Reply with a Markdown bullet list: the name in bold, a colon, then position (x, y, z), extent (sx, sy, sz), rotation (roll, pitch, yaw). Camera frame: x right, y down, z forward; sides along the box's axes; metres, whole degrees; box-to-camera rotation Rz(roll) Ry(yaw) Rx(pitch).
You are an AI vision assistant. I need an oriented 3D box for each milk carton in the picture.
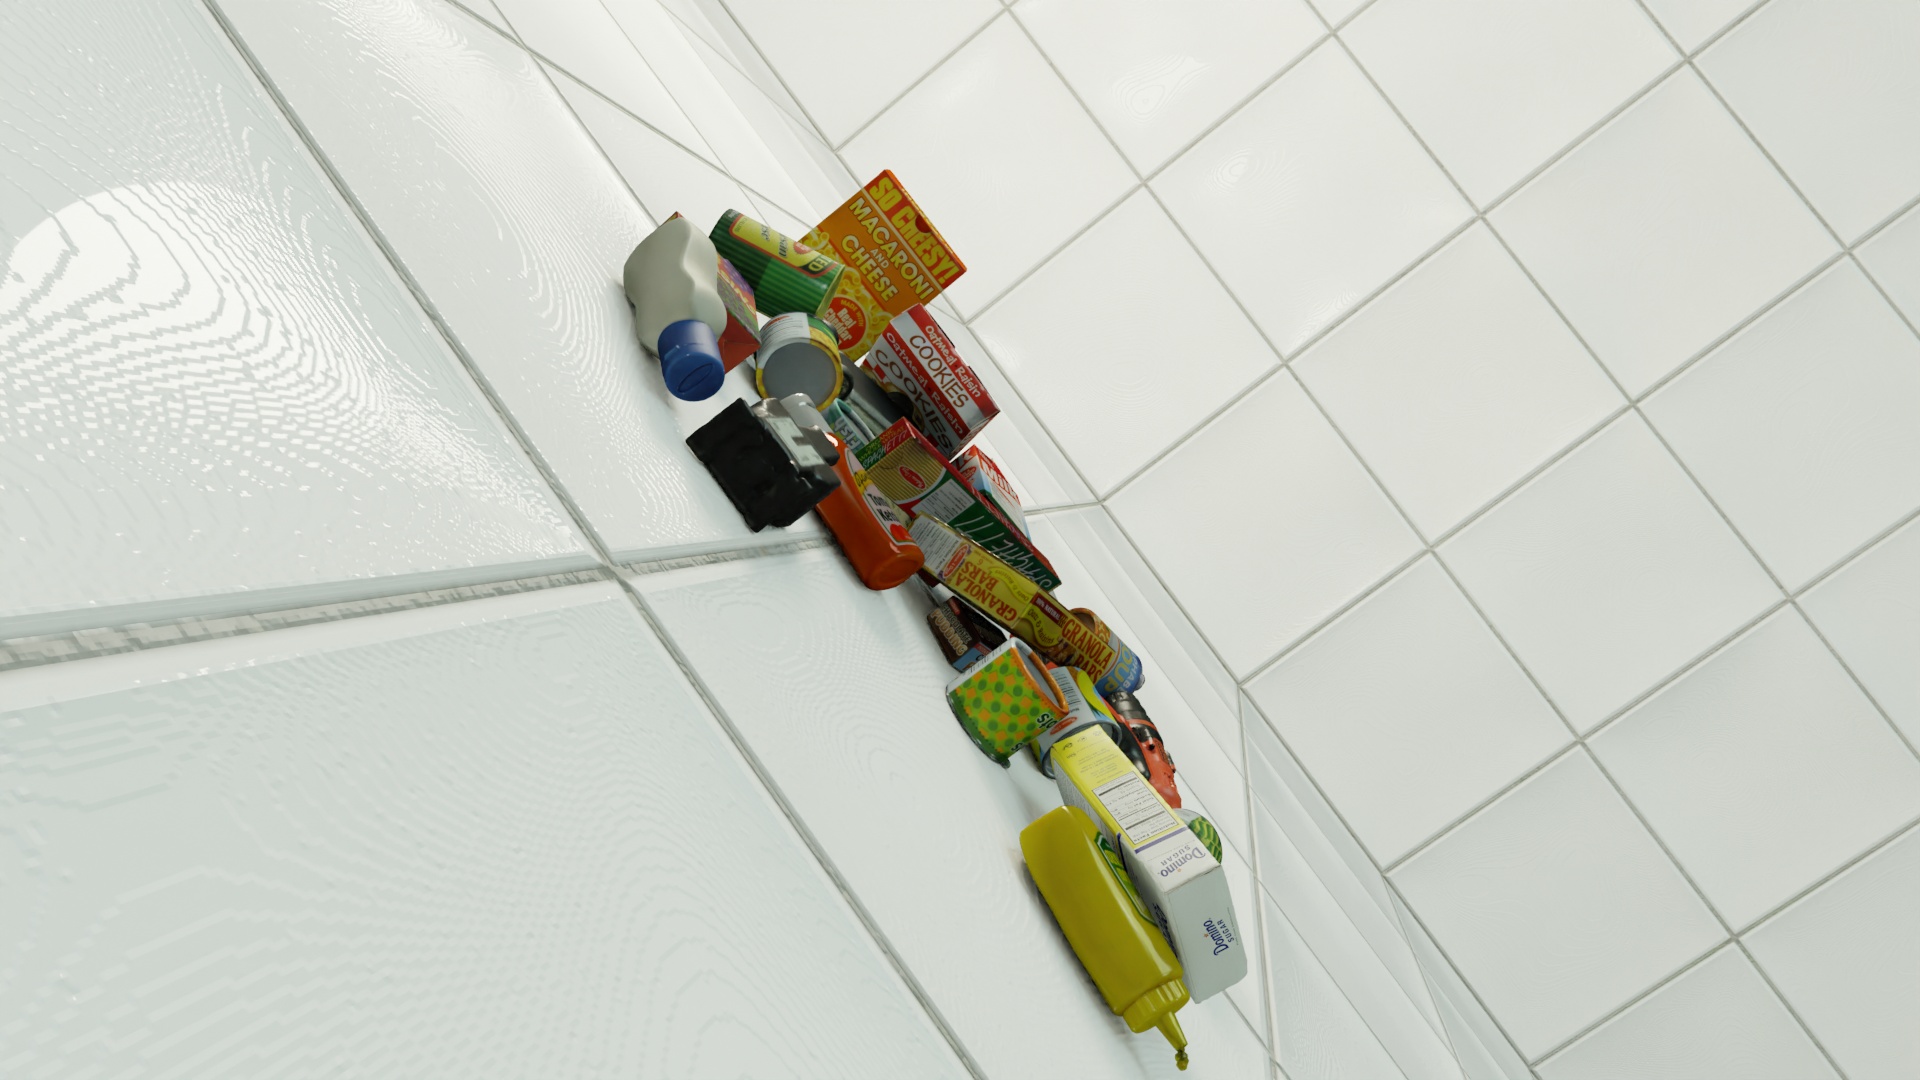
- **milk carton**: position (0.011, -0.028, 1.298), extent (0.073, 0.072, 0.191), rotation (49, 11, -19)

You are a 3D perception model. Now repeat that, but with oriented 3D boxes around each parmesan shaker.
- **parmesan shaker**: position (-0.153, -0.214, 1.113), extent (0.103, 0.071, 0.071), rotation (27, 13, -5)

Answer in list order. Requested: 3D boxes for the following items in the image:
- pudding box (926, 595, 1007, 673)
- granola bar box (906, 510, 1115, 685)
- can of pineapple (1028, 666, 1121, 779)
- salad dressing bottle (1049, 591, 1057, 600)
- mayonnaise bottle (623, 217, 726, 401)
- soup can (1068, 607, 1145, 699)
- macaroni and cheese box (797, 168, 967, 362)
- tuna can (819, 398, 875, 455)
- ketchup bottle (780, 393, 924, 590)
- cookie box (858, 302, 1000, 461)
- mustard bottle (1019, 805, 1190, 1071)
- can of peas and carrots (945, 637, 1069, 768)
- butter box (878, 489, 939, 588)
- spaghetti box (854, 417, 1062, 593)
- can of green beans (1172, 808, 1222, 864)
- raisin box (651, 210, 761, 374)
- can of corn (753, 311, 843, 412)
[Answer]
- **pudding box**: position (0.013, 0.080, 1.044), extent (0.083, 0.030, 0.050), rotation (40, 15, -53)
- **granola bar box**: position (0.038, 0.046, 1.066), extent (0.124, 0.039, 0.165), rotation (33, -3, 33)
- **can of pineapple**: position (0.079, 0.138, 1.043), extent (0.071, 0.071, 0.058), rotation (41, 14, -49)
- **salad dressing bottle**: position (0.062, 0.041, 1.370), extent (0.064, 0.044, 0.148), rotation (39, 13, -21)
- **mayonnaise bottle**: position (-0.178, -0.144, 0.879), extent (0.041, 0.064, 0.149), rotation (40, 19, -42)
- **soup can**: position (0.129, 0.114, 1.345), extent (0.083, 0.071, 0.071), rotation (45, 12, -37)
- **macaroni and cheese box**: position (-0.095, -0.253, 1.326), extent (0.123, 0.166, 0.040), rotation (51, 10, -10)
- **tuna can**: position (-0.093, -0.080, 1.114), extent (0.071, 0.033, 0.071), rotation (51, 9, -11)
- **ketchup bottle**: position (-0.084, -0.035, 0.969), extent (0.149, 0.043, 0.064), rotation (55, 10, 17)
- **cookie box**: position (-0.037, -0.134, 1.300), extent (0.123, 0.040, 0.167), rotation (53, -23, 1)
- **mustard bottle**: position (0.092, 0.232, 0.810), extent (0.161, 0.049, 0.065), rotation (58, 6, 29)
- **can of peas and carrots**: position (0.034, 0.111, 0.949), extent (0.071, 0.058, 0.071), rotation (50, 10, -12)
- **butter box**: position (-0.038, -0.009, 1.140), extent (0.053, 0.024, 0.104), rotation (47, 11, -31)
- **spaghetti box**: position (0.004, -0.014, 1.128), extent (0.249, 0.050, 0.029), rotation (42, 16, -47)
- **can of green beans**: position (0.164, 0.241, 1.066), extent (0.071, 0.071, 0.058), rotation (55, 10, 16)
- **raisin box**: position (-0.190, -0.184, 1.017), extent (0.086, 0.040, 0.124), rotation (46, 11, -29)
- **can of corn**: position (-0.123, -0.133, 1.067), extent (0.071, 0.071, 0.058), rotation (48, 11, -27)
